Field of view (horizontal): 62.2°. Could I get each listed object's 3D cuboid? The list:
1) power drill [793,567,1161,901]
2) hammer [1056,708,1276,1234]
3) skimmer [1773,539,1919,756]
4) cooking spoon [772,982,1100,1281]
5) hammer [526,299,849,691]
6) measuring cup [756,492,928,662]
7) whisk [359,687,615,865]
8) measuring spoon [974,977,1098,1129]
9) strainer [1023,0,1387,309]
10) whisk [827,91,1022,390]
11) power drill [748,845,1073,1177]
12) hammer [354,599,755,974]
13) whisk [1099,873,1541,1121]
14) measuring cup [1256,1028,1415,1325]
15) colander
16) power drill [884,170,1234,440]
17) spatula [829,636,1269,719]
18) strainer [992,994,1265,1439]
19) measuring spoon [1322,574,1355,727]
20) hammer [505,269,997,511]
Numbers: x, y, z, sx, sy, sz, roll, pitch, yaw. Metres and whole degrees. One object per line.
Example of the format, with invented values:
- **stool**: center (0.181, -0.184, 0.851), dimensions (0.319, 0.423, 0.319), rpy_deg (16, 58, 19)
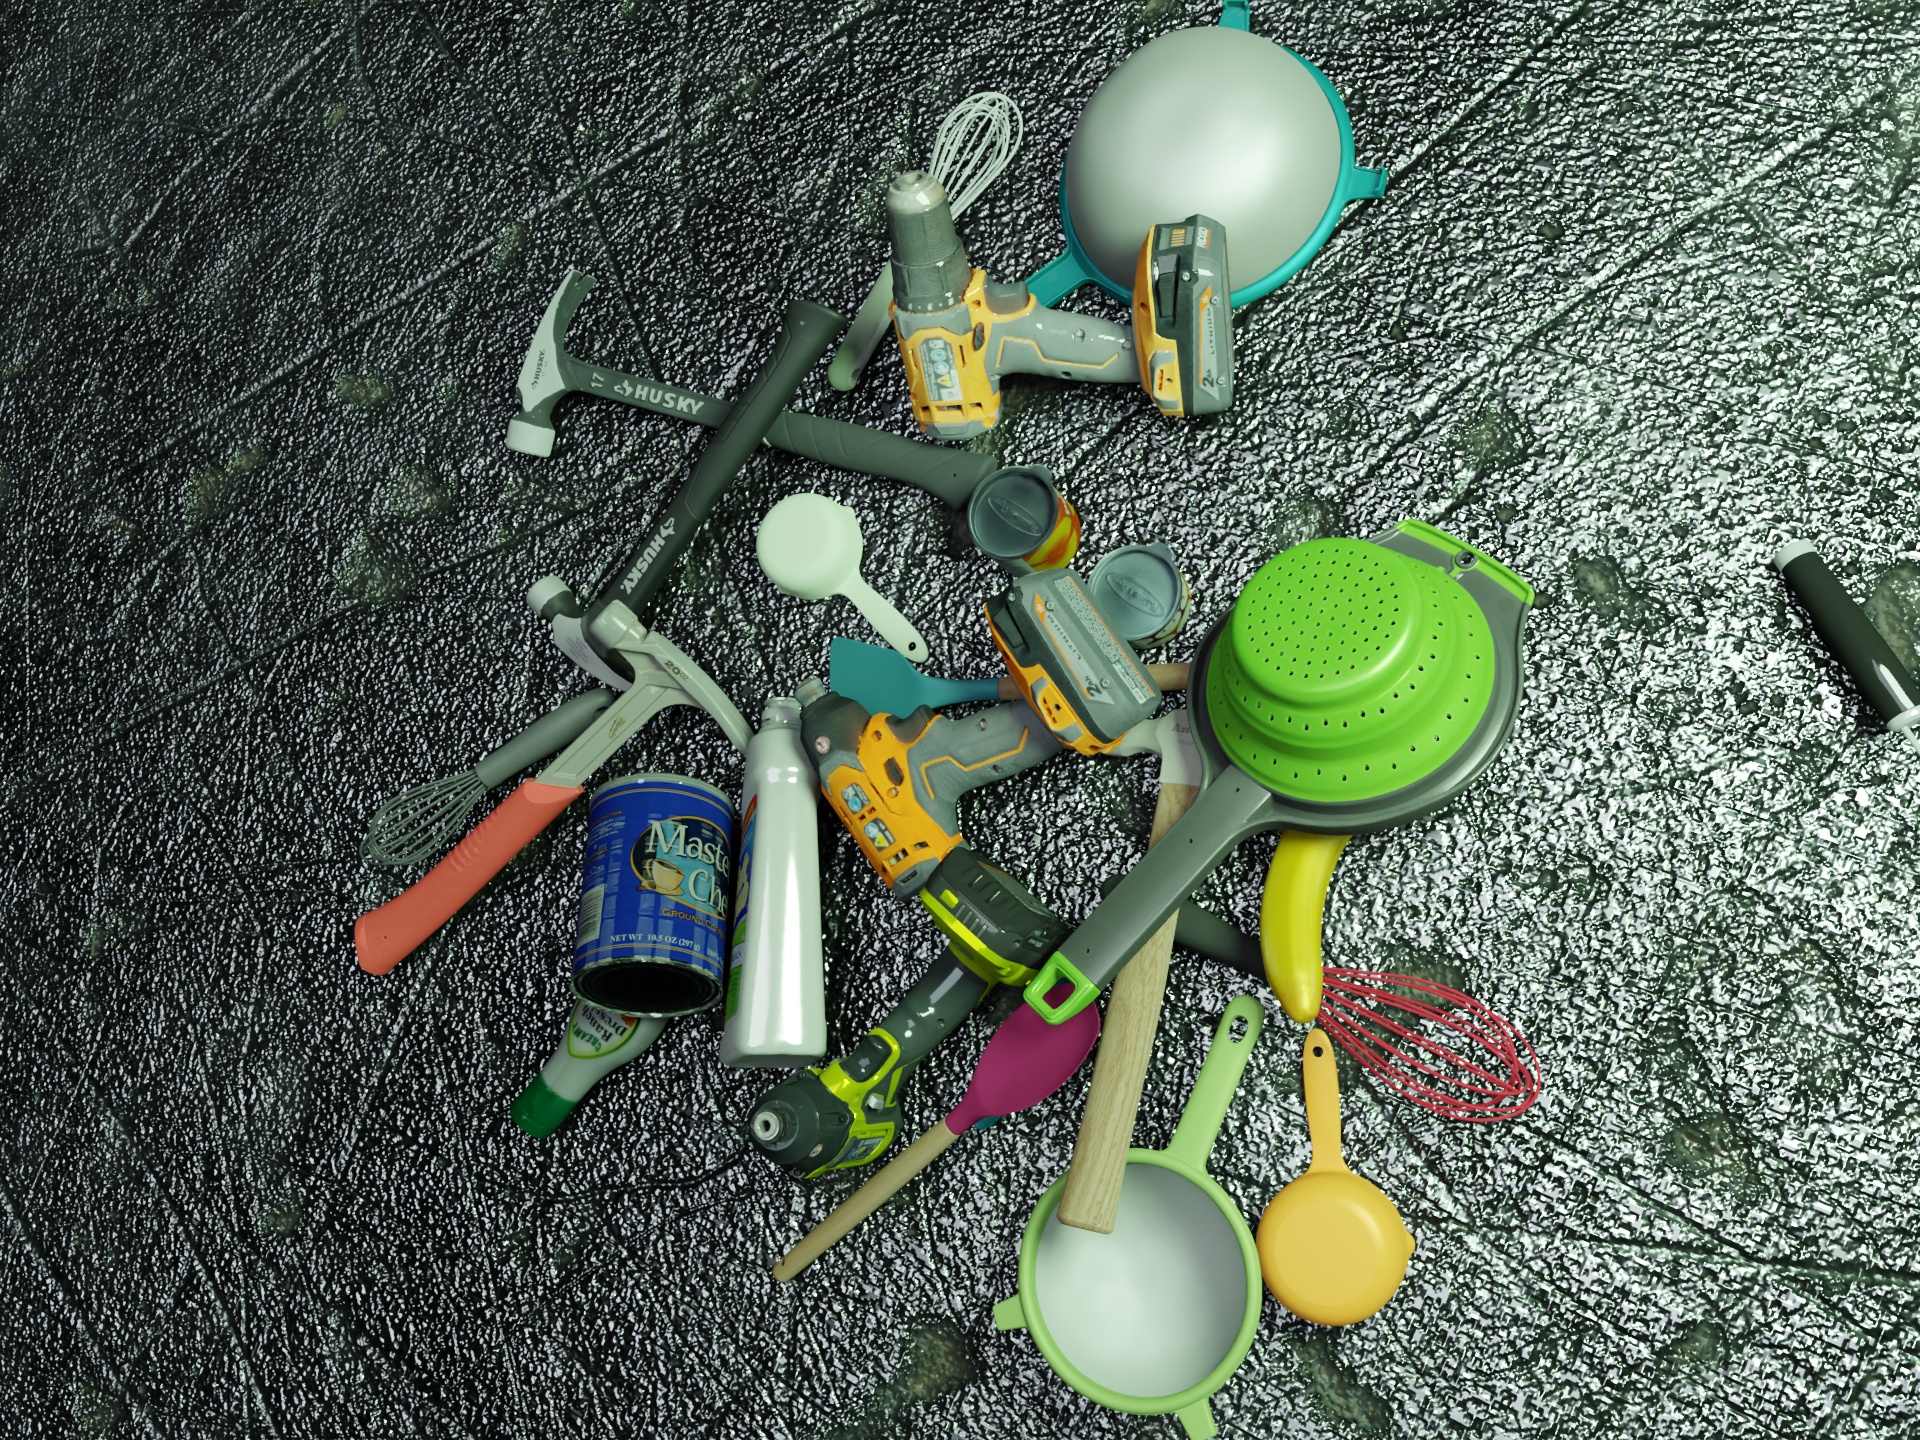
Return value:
- **power drill**: center (-0.002, -0.003, 1.043), dimensions (0.226, 0.084, 0.164), rpy_deg (-37, 86, 24)
- **hammer**: center (0.117, 0.149, 0.990), dimensions (0.130, 0.031, 0.331), rpy_deg (5, 70, 30)
- **skimmer**: center (0.563, 0.058, 0.888), dimensions (0.127, 0.090, 0.364), rpy_deg (-29, 61, 16)
- **cooking spoon**: center (-0.021, 0.275, 1.026), dimensions (0.319, 0.017, 0.069), rpy_deg (-45, 38, 23)
- **hammer**: center (-0.187, -0.166, 1.171), dimensions (0.146, 0.035, 0.334), rpy_deg (45, 108, 19)
- **measuring cup**: center (-0.084, -0.101, 1.151), dimensions (0.083, 0.038, 0.168), rpy_deg (-48, 66, 6)
- **whisk**: center (-0.364, 0.044, 1.227), dimensions (0.239, 0.055, 0.055), rpy_deg (-32, 71, 7)
- **measuring spoon**: center (0.049, 0.221, 1.056), dimensions (0.042, 0.021, 0.128), rpy_deg (40, 104, 21)
- **strainer**: center (0.106, -0.358, 1.100), dimensions (0.340, 0.095, 0.211), rpy_deg (-34, 70, 10)
- **whisk**: center (-0.031, -0.353, 1.178), dimensions (0.059, 0.057, 0.246), rpy_deg (32, 97, 14)
- **power drill**: center (-0.036, 0.192, 1.009), dimensions (0.080, 0.171, 0.223), rpy_deg (41, 92, 21)
- **hammer**: center (-0.321, 0.078, 1.191), dimensions (0.359, 0.037, 0.149), rpy_deg (-42, 100, 15)
- **whisk**: center (0.213, 0.162, 0.984), dimensions (0.296, 0.073, 0.073), rpy_deg (24, 89, 29)
- **measuring cup**: center (0.219, 0.275, 0.959), dimensions (0.095, 0.052, 0.174), rpy_deg (-6, 79, 19)
- **colander**: center (0.170, 0.017, 0.946), dimensions (0.397, 0.094, 0.205), rpy_deg (-46, 53, -5)
- **power drill**: center (0.062, -0.280, 1.053), dimensions (0.226, 0.185, 0.084), rpy_deg (-1, 43, 14)
- **spatula**: center (0.055, -0.026, 1.092), dimensions (0.317, 0.044, 0.082), rpy_deg (-3, 92, 14)
- **strainer**: center (0.137, 0.293, 0.981), dimensions (0.151, 0.069, 0.256), rpy_deg (20, 83, 27)
- **measuring spoon**: center (0.247, -0.051, 1.037), dimensions (0.021, 0.011, 0.117), rpy_deg (0, 83, 21)
- **hammer**: center (-0.161, -0.231, 1.199), dimensions (0.409, 0.036, 0.149), rpy_deg (18, 98, 20)
